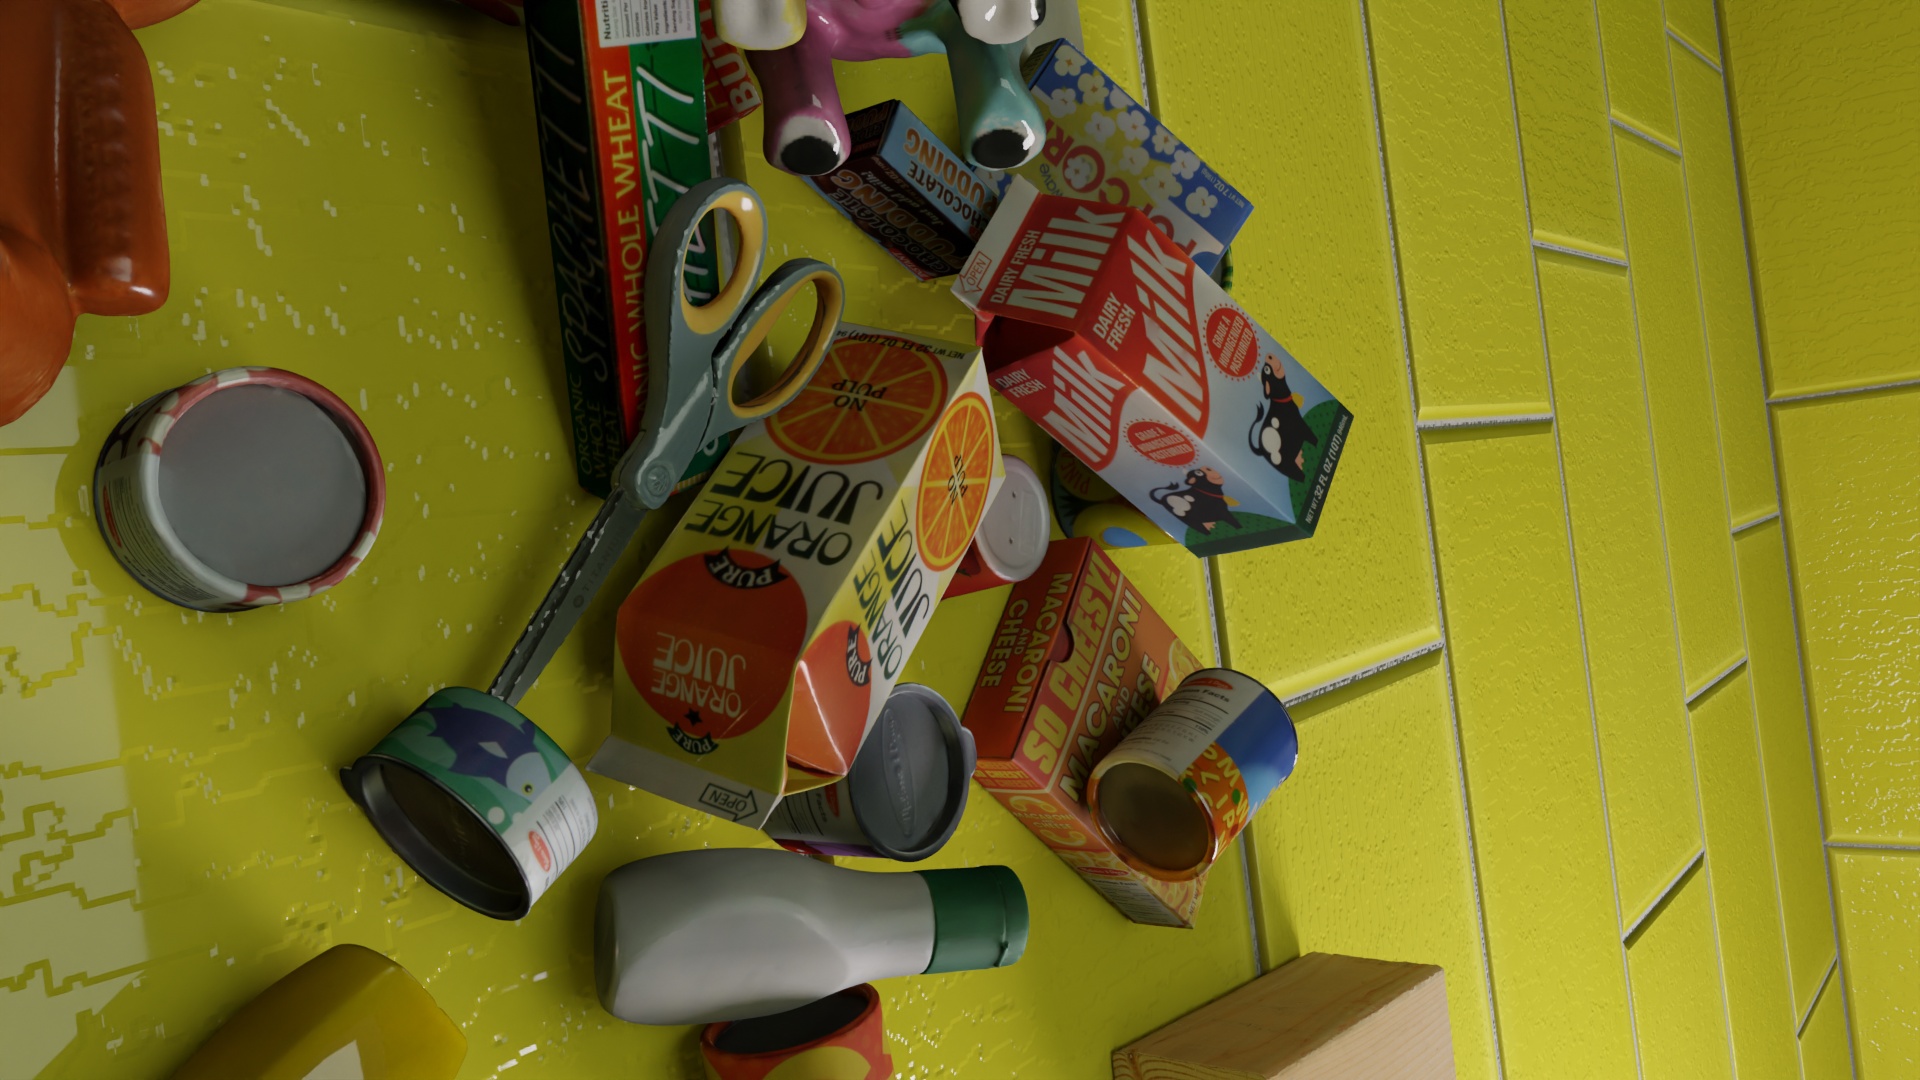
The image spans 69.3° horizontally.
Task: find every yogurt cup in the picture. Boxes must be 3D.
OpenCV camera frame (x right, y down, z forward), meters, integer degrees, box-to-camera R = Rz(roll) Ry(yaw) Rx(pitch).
[{"bbox_3d":[0.002,-0.008,0.602,0.072,0.054,0.072,9,78,-49],"label":"yogurt cup"}]

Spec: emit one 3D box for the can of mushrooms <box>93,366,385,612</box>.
[{"bbox_3d":[-0.197,-0.015,0.387,0.071,0.033,0.071,10,77,-48],"label":"can of mushrooms"}]

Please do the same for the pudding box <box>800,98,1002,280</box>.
[{"bbox_3d":[-0.022,-0.149,0.598,0.083,0.049,0.030,35,64,-42],"label":"pudding box"}]

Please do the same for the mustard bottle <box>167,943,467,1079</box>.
[{"bbox_3d":[-0.197,0.173,0.338,0.161,0.065,0.048,-48,115,-35],"label":"mustard bottle"}]

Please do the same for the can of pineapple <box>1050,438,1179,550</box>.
[{"bbox_3d":[0.087,-0.030,0.701,0.071,0.058,0.071,9,77,-48],"label":"can of pineapple"}]

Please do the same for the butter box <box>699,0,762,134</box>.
[{"bbox_3d":[-0.117,-0.198,0.514,0.053,0.024,0.103,-44,117,-44],"label":"butter box"}]

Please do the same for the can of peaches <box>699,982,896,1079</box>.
[{"bbox_3d":[-0.054,0.196,0.492,0.071,0.071,0.058,-14,94,-50],"label":"can of peaches"}]

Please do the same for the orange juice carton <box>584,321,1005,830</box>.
[{"bbox_3d":[-0.056,0.013,0.499,0.072,0.072,0.194,77,33,-48],"label":"orange juice carton"}]

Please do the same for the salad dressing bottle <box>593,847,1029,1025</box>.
[{"bbox_3d":[-0.049,0.135,0.483,0.148,0.044,0.064,4,122,-24],"label":"salad dressing bottle"}]

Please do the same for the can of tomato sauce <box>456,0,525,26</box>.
[{"bbox_3d":[-0.165,-0.206,0.429,0.083,0.071,0.071,13,75,-48],"label":"can of tomato sauce"}]

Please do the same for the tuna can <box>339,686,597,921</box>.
[{"bbox_3d":[-0.145,0.076,0.411,0.033,0.071,0.071,-50,122,-42],"label":"tuna can"}]

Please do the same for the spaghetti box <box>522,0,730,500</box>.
[{"bbox_3d":[-0.108,-0.132,0.447,0.050,0.029,0.248,-29,128,-48],"label":"spaghetti box"}]

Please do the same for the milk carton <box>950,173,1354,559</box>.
[{"bbox_3d":[0.079,-0.076,0.615,0.190,0.073,0.072,38,62,-23],"label":"milk carton"}]

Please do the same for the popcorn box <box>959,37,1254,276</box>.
[{"bbox_3d":[0.065,-0.162,0.658,0.126,0.038,0.085,35,85,-20],"label":"popcorn box"}]

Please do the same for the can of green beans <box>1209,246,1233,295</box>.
[{"bbox_3d":[0.104,-0.147,0.739,0.071,0.057,0.071,10,77,-49],"label":"can of green beans"}]

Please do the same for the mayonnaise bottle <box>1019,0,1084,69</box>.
[{"bbox_3d":[0.033,-0.255,0.687,0.065,0.041,0.148,-7,91,-48],"label":"mayonnaise bottle"}]

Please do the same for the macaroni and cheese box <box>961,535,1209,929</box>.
[{"bbox_3d":[0.076,0.096,0.682,0.166,0.040,0.124,47,51,-34],"label":"macaroni and cheese box"}]

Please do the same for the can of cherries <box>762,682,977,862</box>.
[{"bbox_3d":[-0.037,0.089,0.538,0.071,0.058,0.071,11,75,-48],"label":"can of cherries"}]

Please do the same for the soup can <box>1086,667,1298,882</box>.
[{"bbox_3d":[0.107,0.108,0.633,0.084,0.071,0.071,-33,109,-45],"label":"soup can"}]
